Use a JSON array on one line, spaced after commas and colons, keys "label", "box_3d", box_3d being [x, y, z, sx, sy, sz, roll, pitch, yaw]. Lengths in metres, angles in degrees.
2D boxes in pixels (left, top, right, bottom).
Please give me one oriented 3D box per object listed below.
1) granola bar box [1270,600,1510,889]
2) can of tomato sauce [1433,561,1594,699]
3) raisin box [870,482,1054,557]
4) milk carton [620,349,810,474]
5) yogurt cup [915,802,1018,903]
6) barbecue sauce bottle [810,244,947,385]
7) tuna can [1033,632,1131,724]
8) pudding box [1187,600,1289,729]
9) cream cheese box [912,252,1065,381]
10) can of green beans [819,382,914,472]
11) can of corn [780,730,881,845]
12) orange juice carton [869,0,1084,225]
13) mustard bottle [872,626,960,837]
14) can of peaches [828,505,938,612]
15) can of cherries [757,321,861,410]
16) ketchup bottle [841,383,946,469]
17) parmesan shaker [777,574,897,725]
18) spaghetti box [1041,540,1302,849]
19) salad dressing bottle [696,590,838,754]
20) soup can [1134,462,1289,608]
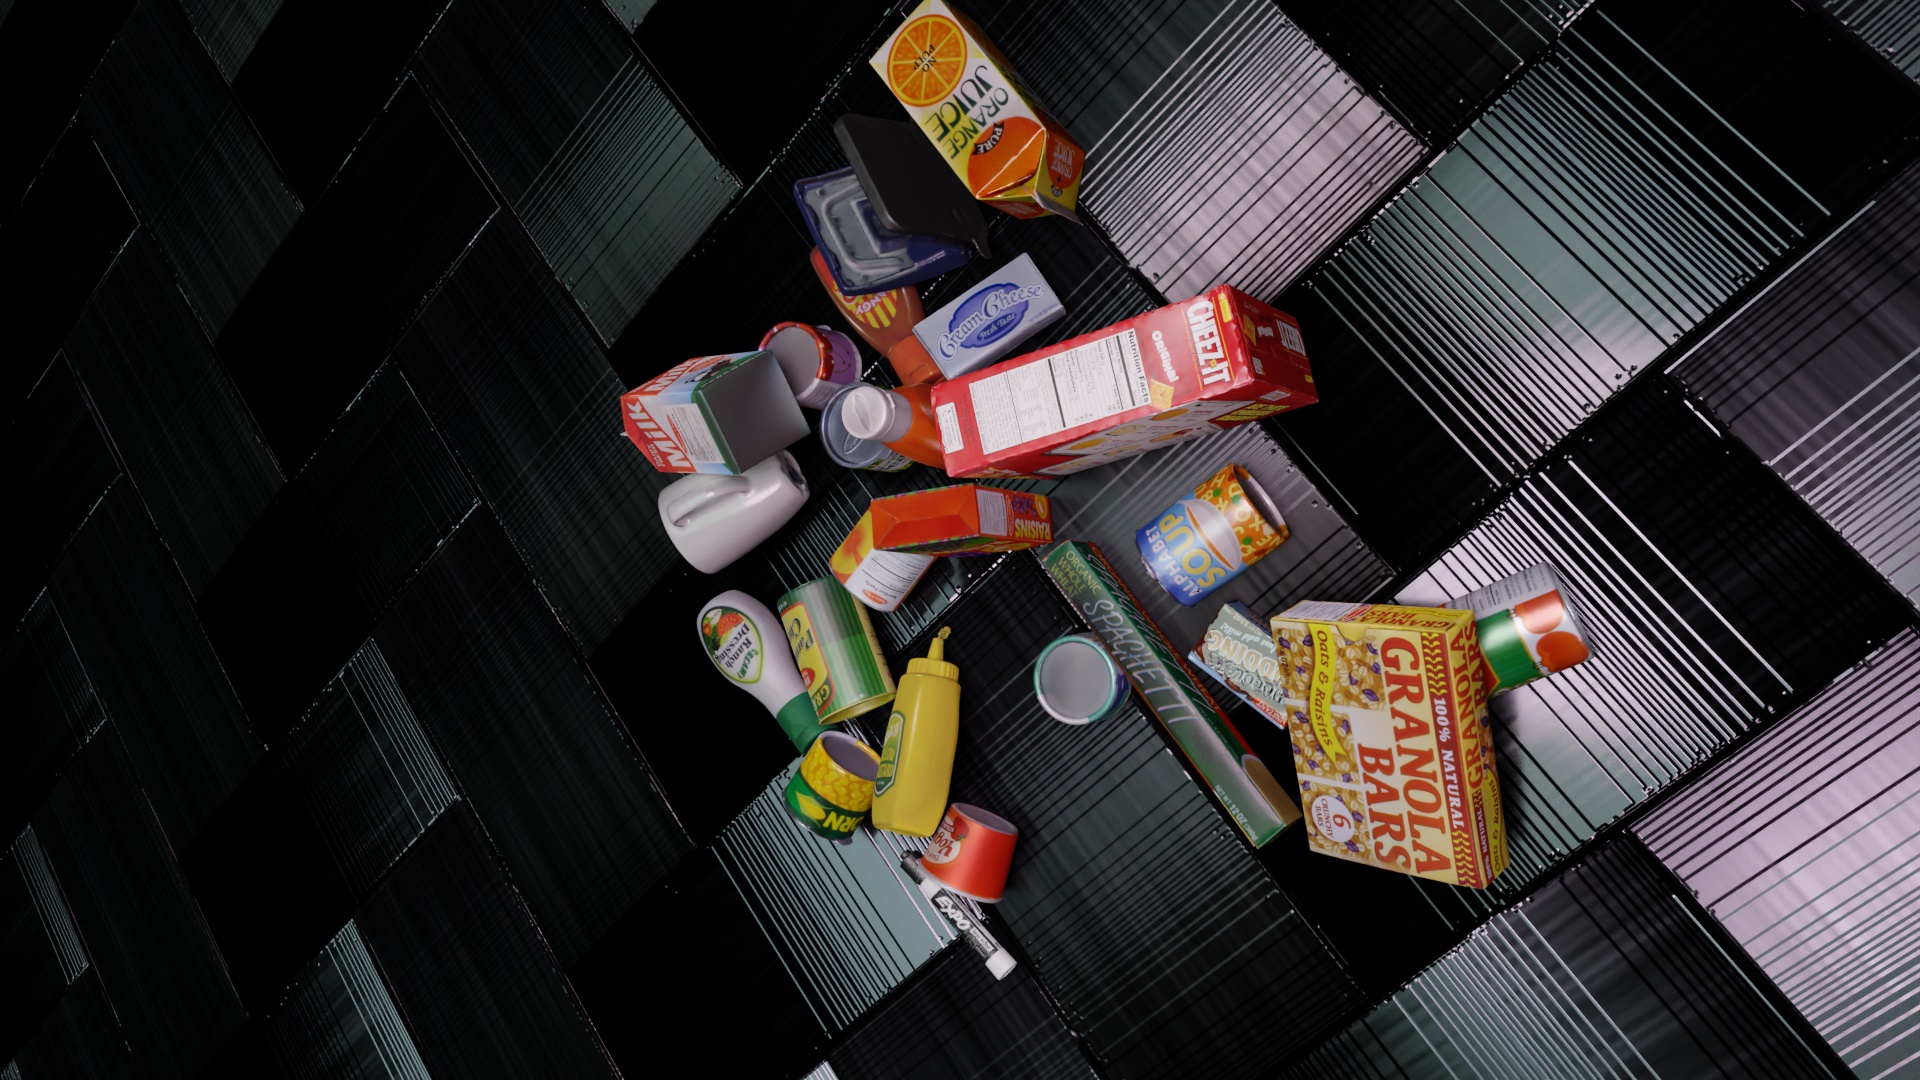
[{"label": "granola bar box", "box_3d": [0.266, 0.124, 0.864, 0.124, 0.039, 0.165, 1, 107, 49]}, {"label": "can of tomato sauce", "box_3d": [0.339, 0.060, 0.862, 0.083, 0.071, 0.071, -28, 76, 24]}, {"label": "raisin box", "box_3d": [0.004, -0.013, 1.007, 0.086, 0.123, 0.040, -9, 83, 27]}, {"label": "milk carton", "box_3d": [-0.208, -0.102, 1.115, 0.190, 0.072, 0.073, 5, 124, 53]}, {"label": "yogurt cup", "box_3d": [0.009, 0.230, 1.033, 0.072, 0.072, 0.054, 22, 91, 26]}, {"label": "barbecue sauce bottle", "box_3d": [-0.058, -0.181, 1.090, 0.064, 0.043, 0.149, -35, 74, 15]}, {"label": "tuna can", "box_3d": [0.089, 0.098, 1.010, 0.071, 0.033, 0.071, 0, 89, 28]}, {"label": "pudding box", "box_3d": [0.204, 0.085, 0.952, 0.084, 0.030, 0.049, 39, 107, 23]}, {"label": "cream cheese box", "box_3d": [0.022, -0.164, 1.039, 0.104, 0.024, 0.053, -34, 72, 0]}, {"label": "can of green beans", "box_3d": [-0.067, -0.087, 1.083, 0.071, 0.058, 0.071, -1, 88, 28]}, {"label": "can of corn", "box_3d": [-0.096, 0.193, 1.086, 0.071, 0.071, 0.058, 39, 106, 23]}, {"label": "orange juice carton", "box_3d": [0.023, -0.309, 1.035, 0.073, 0.072, 0.193, -42, 70, 21]}, {"label": "mustard bottle", "box_3d": [-0.029, 0.142, 1.052, 0.065, 0.049, 0.160, 150, 134, -64]}, {"label": "can of peaches", "box_3d": [-0.059, 0.011, 1.073, 0.071, 0.071, 0.058, 45, 109, 21]}, {"label": "can of cherries", "box_3d": [-0.123, -0.142, 1.114, 0.071, 0.058, 0.071, 0, 89, 28]}, {"label": "ketchup bottle", "box_3d": [-0.033, -0.087, 1.014, 0.043, 0.149, 0.065, -30, 76, 23]}, {"label": "parmesan shaker", "box_3d": [-0.098, 0.086, 1.092, 0.071, 0.071, 0.103, -28, 76, 24]}, {"label": "spaghetti box", "box_3d": [0.145, 0.101, 0.971, 0.028, 0.050, 0.250, -43, 70, 19]}, {"label": "salad dressing bottle", "box_3d": [-0.156, 0.107, 1.133, 0.064, 0.044, 0.148, -49, 69, 20]}, {"label": "soup can", "box_3d": [0.171, -0.003, 0.949, 0.083, 0.071, 0.071, -38, 72, 22]}]
